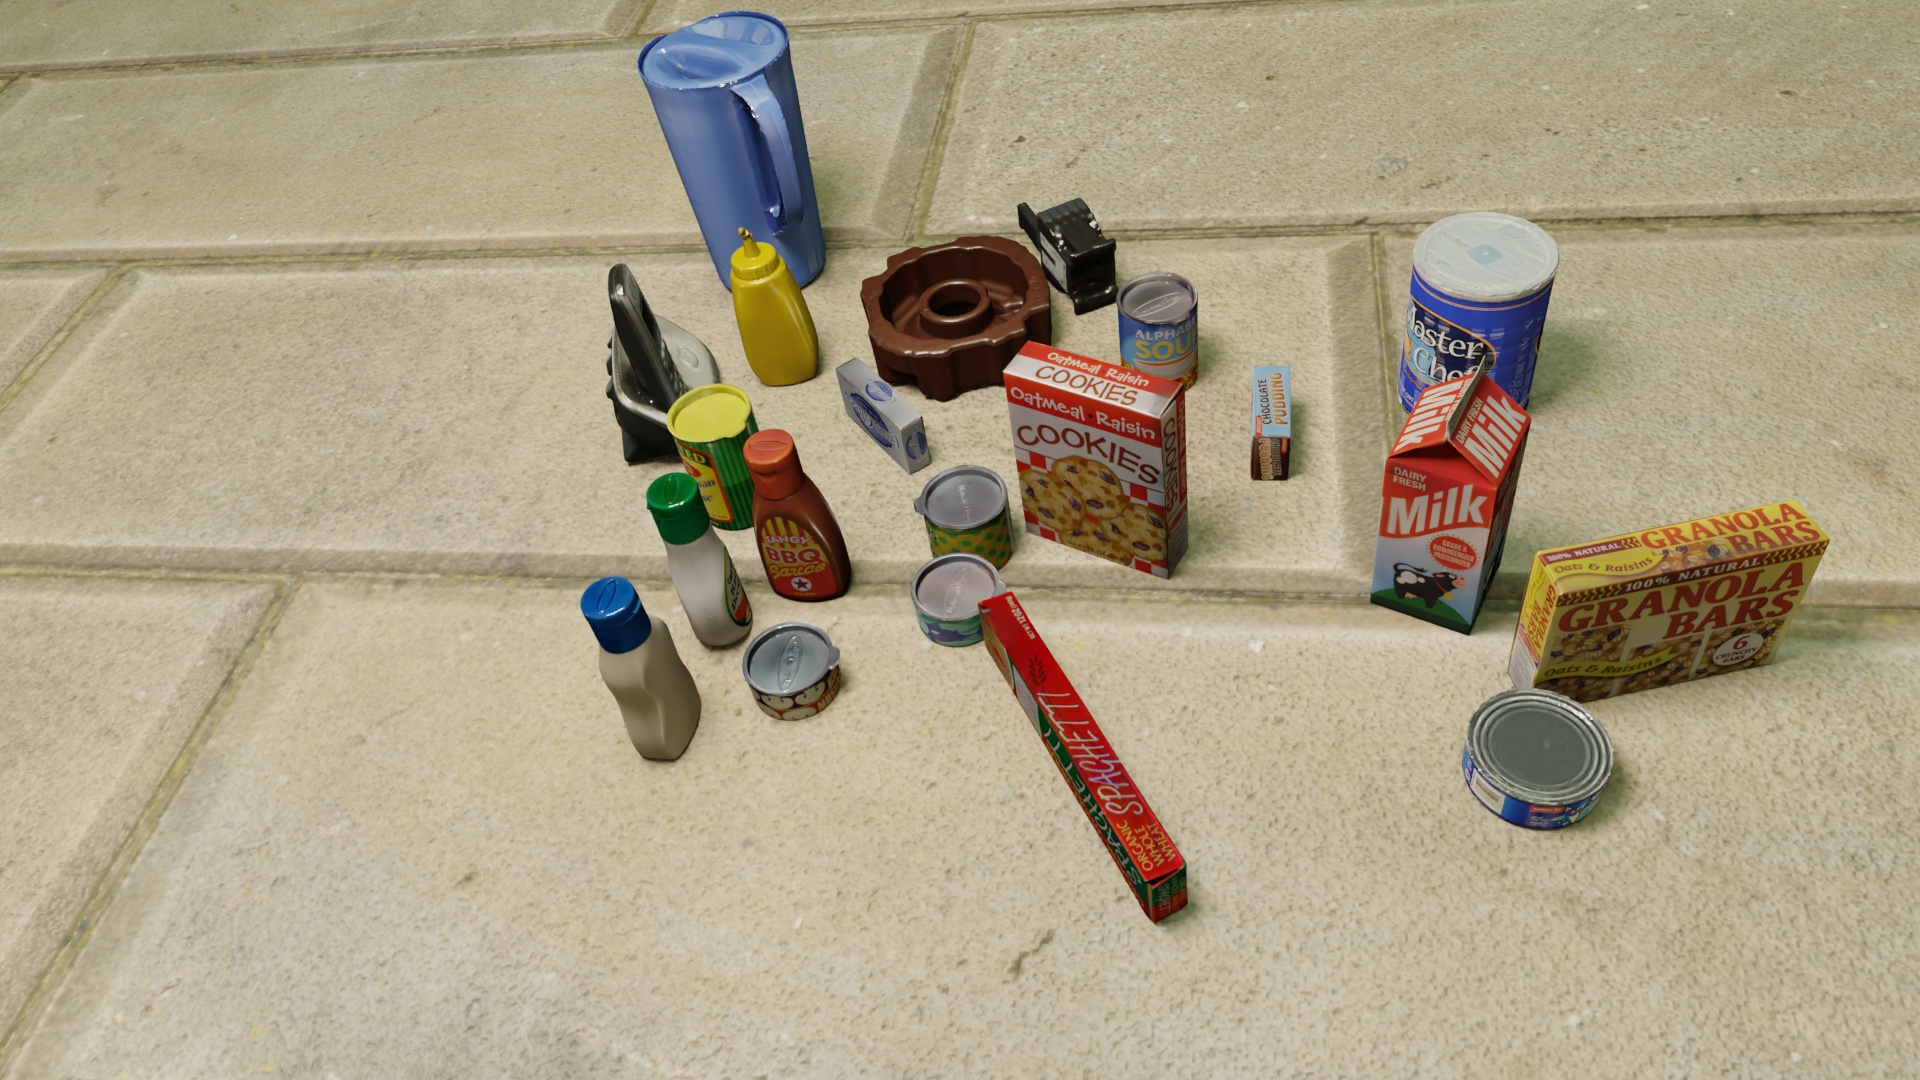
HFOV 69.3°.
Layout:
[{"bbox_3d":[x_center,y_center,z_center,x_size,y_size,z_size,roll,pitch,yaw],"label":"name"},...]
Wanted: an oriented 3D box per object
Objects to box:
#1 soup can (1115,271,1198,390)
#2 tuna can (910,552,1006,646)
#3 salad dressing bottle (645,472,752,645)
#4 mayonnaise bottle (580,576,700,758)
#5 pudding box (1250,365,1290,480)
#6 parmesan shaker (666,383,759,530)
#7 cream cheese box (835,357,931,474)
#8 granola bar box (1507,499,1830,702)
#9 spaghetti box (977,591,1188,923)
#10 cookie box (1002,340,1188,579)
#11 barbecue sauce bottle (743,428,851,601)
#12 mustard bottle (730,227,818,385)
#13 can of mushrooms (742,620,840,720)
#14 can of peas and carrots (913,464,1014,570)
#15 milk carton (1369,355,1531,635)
[{"bbox_3d":[0.166,-0.168,1.154,0.071,0.083,0.072,-5,47,6],"label":"soup can"},{"bbox_3d":[0.001,0.044,1.021,0.071,0.032,0.071,-5,47,6],"label":"tuna can"},{"bbox_3d":[-0.189,0.015,1.004,0.044,0.147,0.064,-9,47,3],"label":"salad dressing bottle"},{"bbox_3d":[-0.217,0.085,0.943,0.041,0.147,0.065,2,48,12],"label":"mayonnaise bottle"},{"bbox_3d":[0.244,-0.093,1.093,0.030,0.049,0.084,1,48,12],"label":"pudding box"},{"bbox_3d":[-0.186,-0.064,1.107,0.071,0.102,0.072,-5,47,6],"label":"parmesan shaker"},{"bbox_3d":[-0.064,-0.104,1.156,0.024,0.053,0.104,-31,50,-18],"label":"cream cheese box"},{"bbox_3d":[0.441,0.043,0.879,0.166,0.123,0.039,-11,47,0],"label":"granola bar box"},{"bbox_3d":[0.076,0.135,0.911,0.029,0.050,0.251,-23,48,-11],"label":"spaghetti box"},{"bbox_3d":[0.101,-0.057,1.004,0.123,0.166,0.040,20,54,26],"label":"cookie box"},{"bbox_3d":[-0.124,-0.018,1.021,0.065,0.147,0.044,1,48,12],"label":"barbecue sauce bottle"},{"bbox_3d":[-0.165,-0.206,1.196,0.065,0.159,0.049,-9,47,2],"label":"mustard bottle"},{"bbox_3d":[-0.118,0.093,0.996,0.071,0.033,0.071,-5,47,6],"label":"can of mushrooms"},{"bbox_3d":[0.004,-0.013,1.056,0.071,0.058,0.071,-5,47,6],"label":"can of peas and carrots"},{"bbox_3d":[0.325,-0.030,0.923,0.073,0.189,0.073,20,54,26],"label":"milk carton"}]
